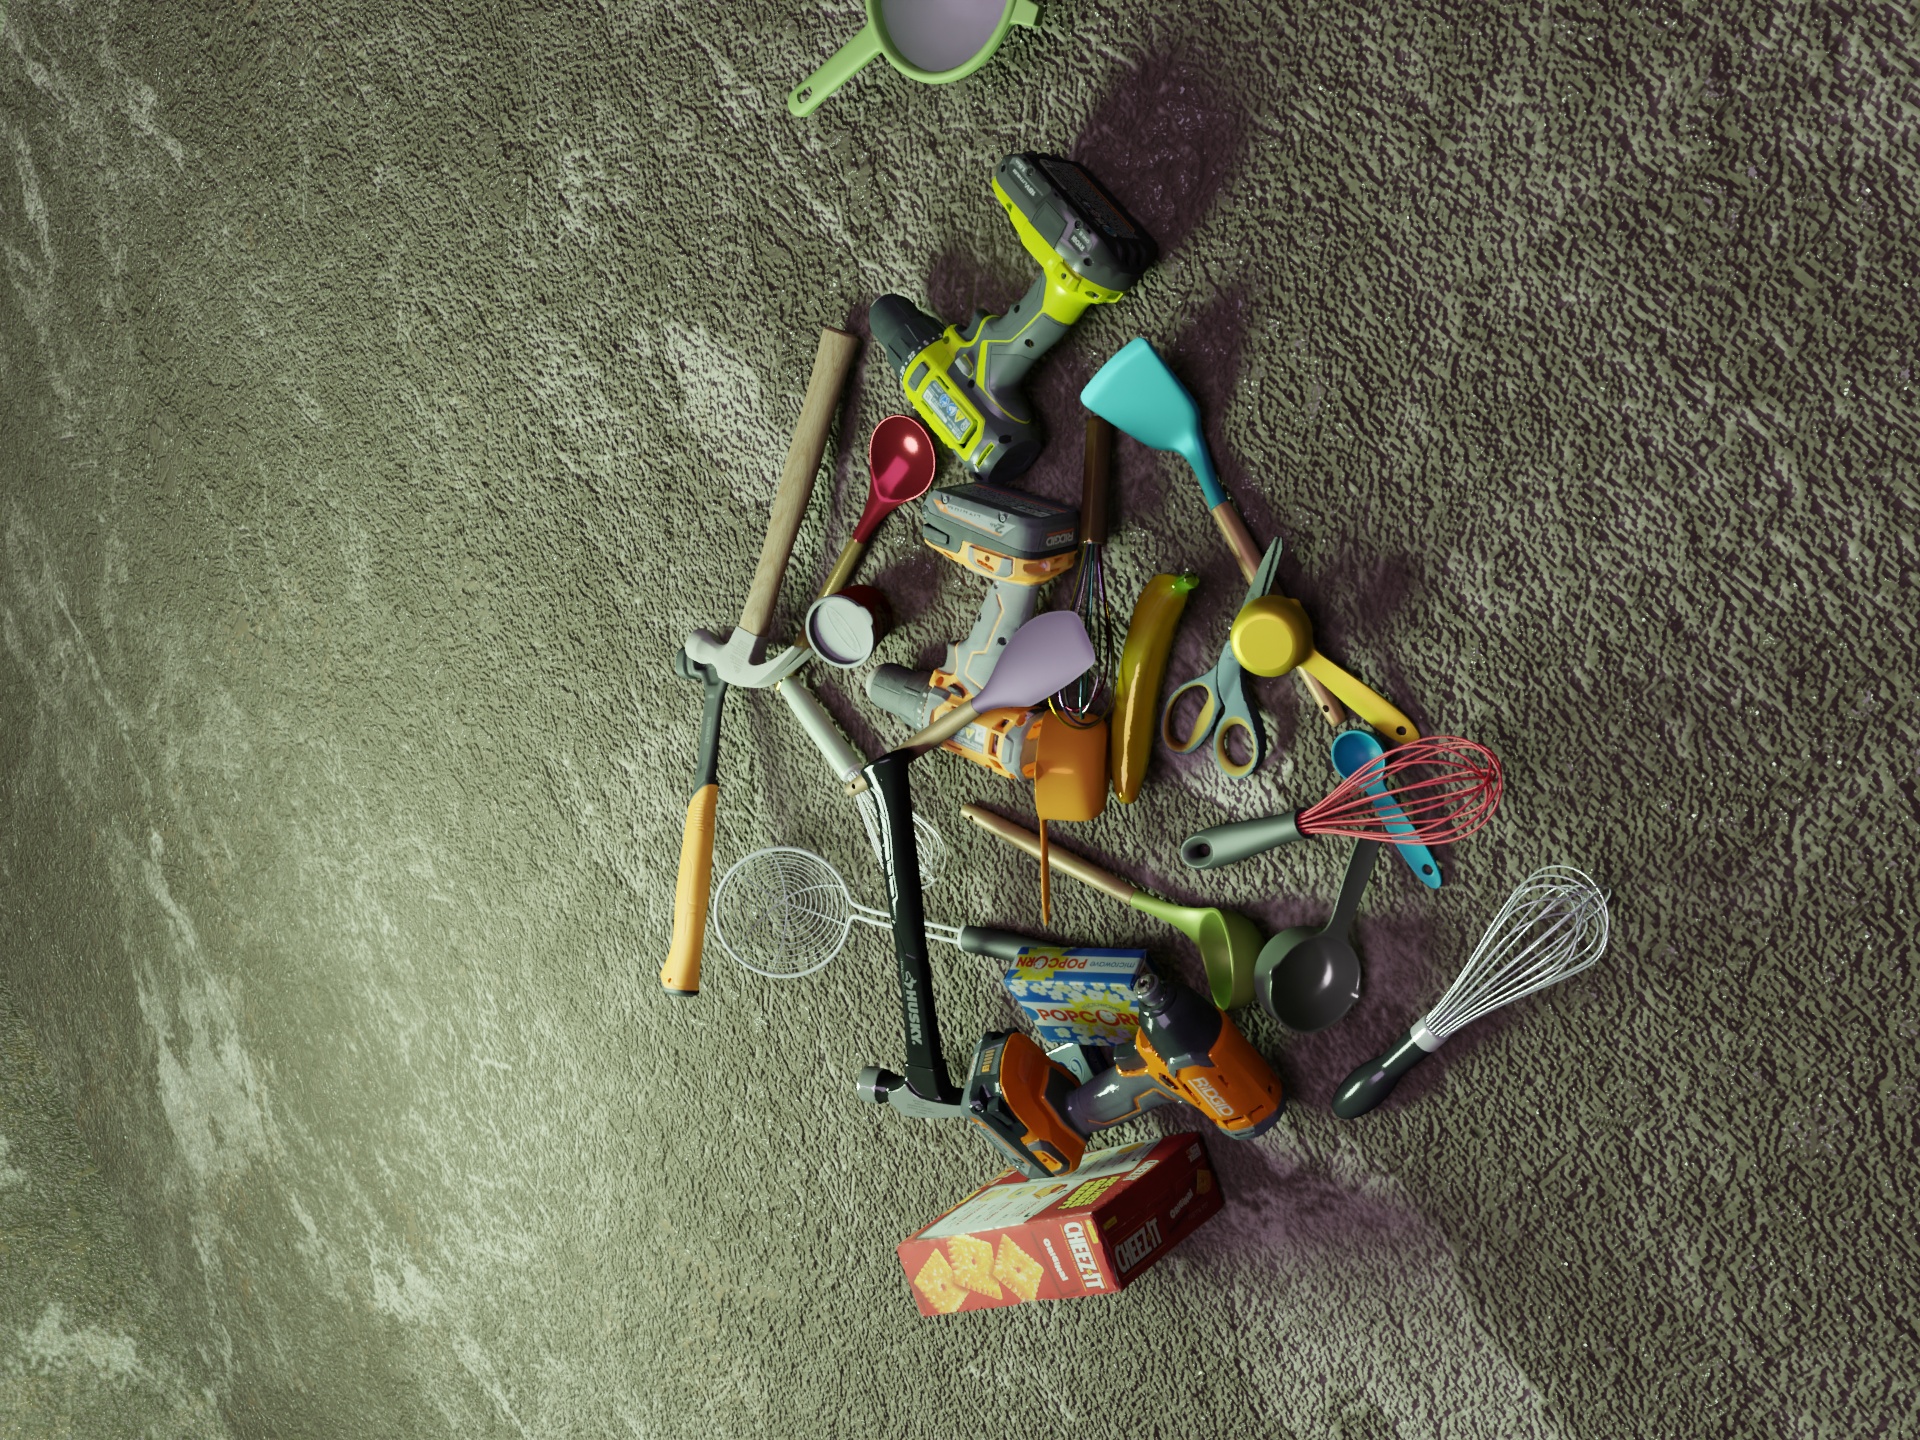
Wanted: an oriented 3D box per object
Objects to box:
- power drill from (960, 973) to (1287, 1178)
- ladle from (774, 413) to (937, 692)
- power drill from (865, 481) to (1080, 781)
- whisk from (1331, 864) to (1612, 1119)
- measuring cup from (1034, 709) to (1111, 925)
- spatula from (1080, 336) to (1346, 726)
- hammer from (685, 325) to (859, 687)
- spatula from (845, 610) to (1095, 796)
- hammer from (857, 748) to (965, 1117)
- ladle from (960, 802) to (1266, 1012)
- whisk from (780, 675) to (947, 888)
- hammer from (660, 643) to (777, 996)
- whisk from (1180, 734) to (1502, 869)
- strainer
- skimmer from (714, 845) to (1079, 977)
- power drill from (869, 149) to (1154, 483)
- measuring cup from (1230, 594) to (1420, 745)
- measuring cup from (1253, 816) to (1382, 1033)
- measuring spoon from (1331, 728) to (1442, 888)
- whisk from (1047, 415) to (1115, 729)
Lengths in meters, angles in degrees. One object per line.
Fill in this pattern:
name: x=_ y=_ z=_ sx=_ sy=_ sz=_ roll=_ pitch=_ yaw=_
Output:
power drill: x=0.114 y=0.271 z=1.228 sx=0.226 sy=0.084 sz=0.164 roll=-22 pitch=122 yaw=31
ladle: x=-0.101 y=-0.142 z=1.422 sx=0.069 sy=0.031 sz=0.315 roll=41 pitch=123 yaw=13
power drill: x=0.004 y=-0.080 z=1.318 sx=0.185 sy=0.084 sz=0.226 roll=22 pitch=116 yaw=34
whisk: x=0.348 y=0.200 z=1.108 sx=0.070 sy=0.070 sz=0.284 roll=51 pitch=130 yaw=20
measuring cup: x=0.091 y=0.078 z=1.263 sx=0.052 sy=0.095 sz=0.173 roll=1 pitch=95 yaw=12
spatula: x=0.196 y=-0.133 z=1.174 sx=0.082 sy=0.044 sz=0.318 roll=-39 pitch=75 yaw=49
hammer: x=-0.152 y=-0.186 z=1.421 sx=0.130 sy=0.031 sz=0.331 roll=27 pitch=105 yaw=33
spatula: x=-0.002 y=-0.004 z=1.288 sx=0.316 sy=0.018 sz=0.060 roll=-35 pitch=72 yaw=43
hammer: x=-0.038 y=0.185 z=1.355 sx=0.146 sy=0.035 sz=0.334 roll=3 pitch=108 yaw=30
ladle: x=0.113 y=0.137 z=1.283 sx=0.320 sy=0.062 sz=0.078 roll=26 pitch=130 yaw=36
whisk: x=-0.093 y=0.052 z=1.440 sx=0.059 sy=0.057 sz=0.246 roll=-37 pitch=69 yaw=1
hammer: x=-0.241 y=0.093 z=1.510 sx=0.127 sy=0.034 sz=0.337 roll=0 pitch=82 yaw=44
whisk: x=0.260 y=0.070 z=1.133 sx=0.296 sy=0.073 sz=0.073 roll=-23 pitch=83 yaw=52
strainer: x=-0.035 y=-0.555 z=1.268 sx=0.256 sy=0.069 sz=0.151 roll=-23 pitch=85 yaw=40
skimmer: x=-0.062 y=0.190 z=1.408 sx=0.363 sy=0.090 sz=0.127 roll=6 pitch=102 yaw=38
power drill: x=0.029 y=-0.328 z=1.254 sx=0.191 sy=0.080 sz=0.228 roll=53 pitch=128 yaw=19
measuring cup: x=0.259 y=-0.029 z=1.127 sx=0.156 sy=0.029 sz=0.062 roll=38 pitch=121 yaw=9
measuring cup: x=0.267 y=0.145 z=1.165 sx=0.038 sy=0.083 sz=0.167 roll=26 pitch=97 yaw=67
measuring spoon: x=0.311 y=0.061 z=1.138 sx=0.042 sy=0.021 sz=0.128 roll=-34 pitch=86 yaw=45
whisk: x=0.098 y=-0.115 z=1.230 sx=0.047 sy=0.051 sz=0.245 roll=2 pitch=85 yaw=22
